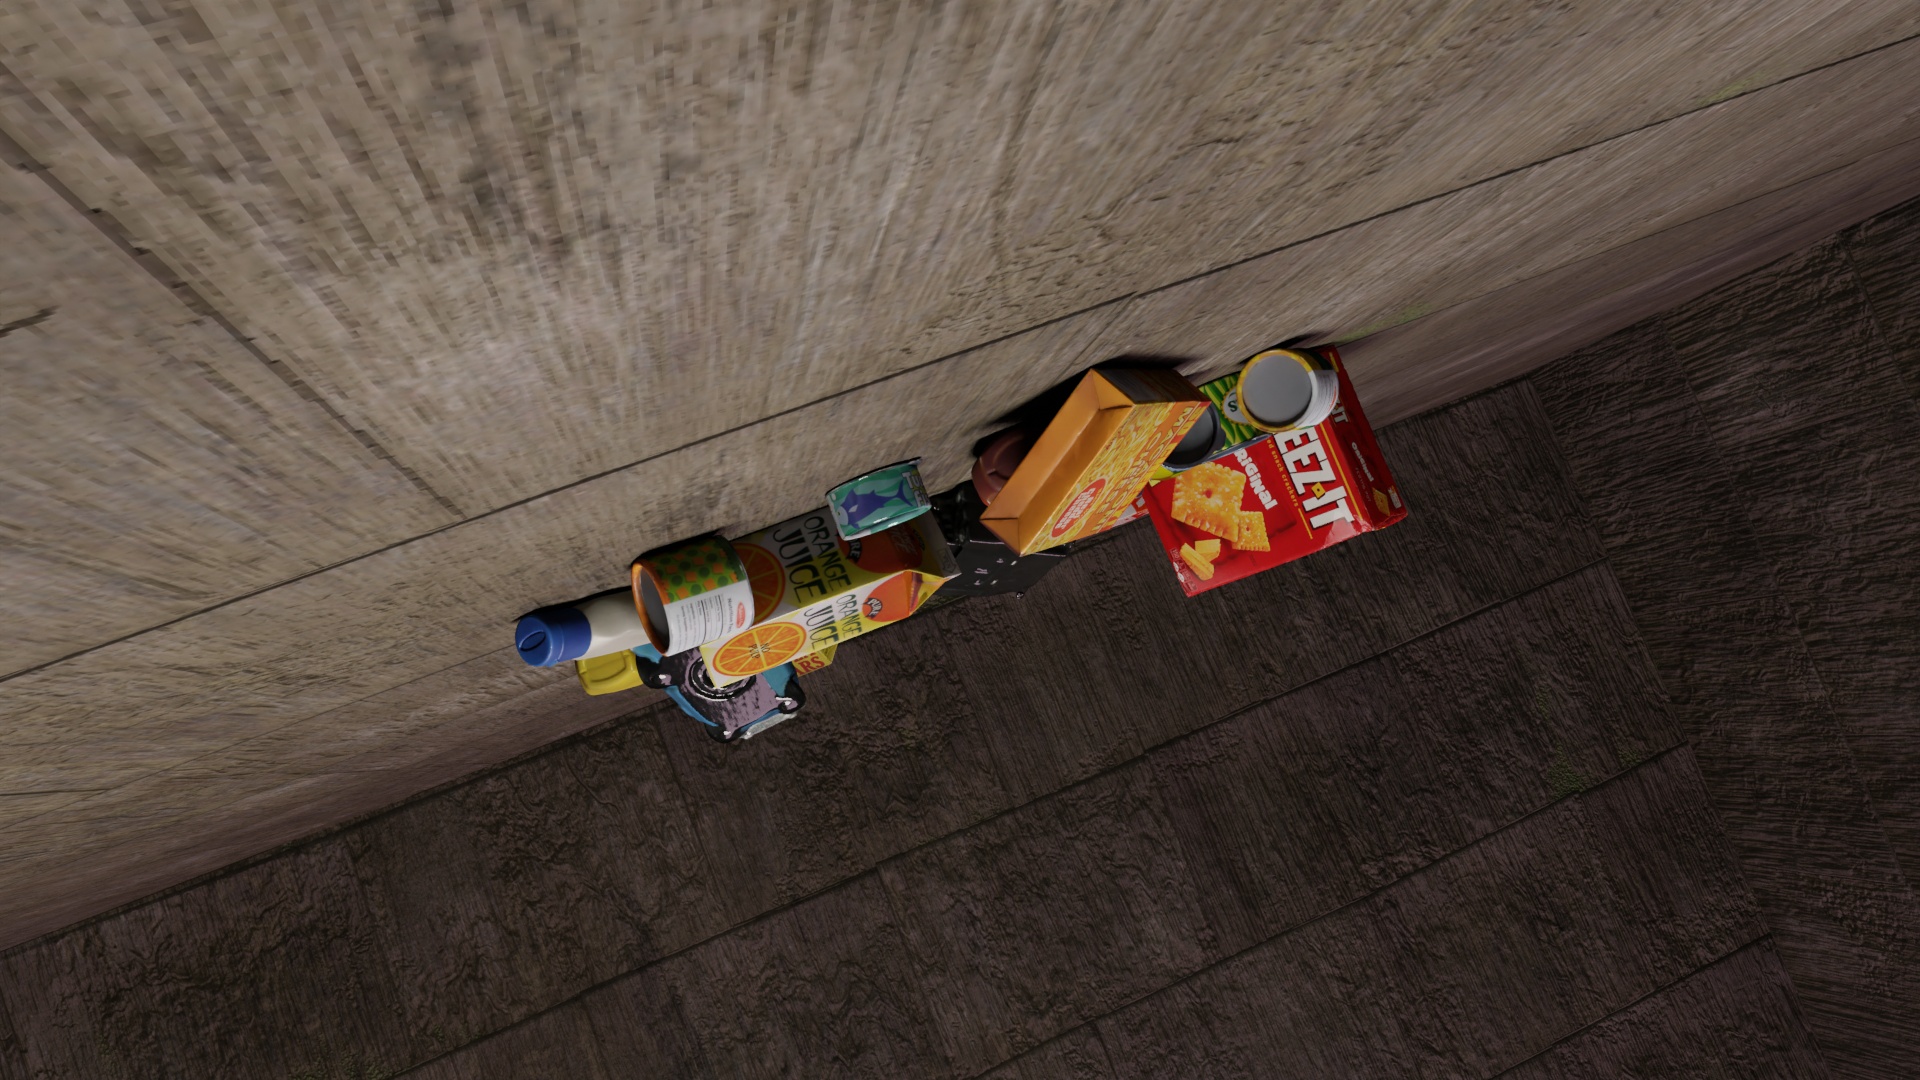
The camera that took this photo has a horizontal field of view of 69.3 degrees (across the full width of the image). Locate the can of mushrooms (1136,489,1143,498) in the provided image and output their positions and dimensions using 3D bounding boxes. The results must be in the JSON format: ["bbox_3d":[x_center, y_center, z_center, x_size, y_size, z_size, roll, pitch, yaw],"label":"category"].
[{"bbox_3d":[0.132,-0.055,1.264,0.071,0.071,0.033,-22,174,5],"label":"can of mushrooms"}]

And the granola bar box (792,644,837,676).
[{"bbox_3d":[-0.195,0.100,1.423,0.165,0.039,0.125,-23,-151,25],"label":"granola bar box"}]

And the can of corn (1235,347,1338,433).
[{"bbox_3d":[0.254,-0.119,1.092,0.071,0.071,0.058,-24,174,30],"label":"can of corn"}]

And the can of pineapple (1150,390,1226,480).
[{"bbox_3d":[0.160,-0.081,1.061,0.071,0.071,0.058,-21,176,-10],"label":"can of pineapple"}]

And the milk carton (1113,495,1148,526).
[{"bbox_3d":[0.126,-0.045,1.338,0.191,0.072,0.073,-19,175,-28],"label":"milk carton"}]

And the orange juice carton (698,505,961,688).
[{"bbox_3d":[-0.101,0.029,0.996,0.193,0.072,0.072,-20,152,-10],"label":"orange juice carton"}]

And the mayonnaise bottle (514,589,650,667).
[{"bbox_3d":[-0.253,0.060,1.004,0.064,0.041,0.148,-27,172,30],"label":"mayonnaise bottle"}]

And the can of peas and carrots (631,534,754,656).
[{"bbox_3d":[-0.176,0.034,0.905,0.059,0.071,0.070,-18,175,-29],"label":"can of peas and carrots"}]

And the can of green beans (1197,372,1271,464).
[{"bbox_3d":[0.218,-0.102,1.161,0.071,0.058,0.071,-21,176,-2],"label":"can of green beans"}]

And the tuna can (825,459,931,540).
[{"bbox_3d":[-0.053,-0.027,0.935,0.071,0.033,0.071,-21,176,-1],"label":"tuna can"}]

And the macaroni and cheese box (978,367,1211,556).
[{"bbox_3d":[0.093,-0.056,0.921,0.123,0.040,0.167,-53,164,21],"label":"macaroni and cheese box"}]

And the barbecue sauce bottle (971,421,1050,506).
[{"bbox_3d":[0.037,-0.050,1.020,0.065,0.043,0.148,-26,177,-7],"label":"barbecue sauce bottle"}]

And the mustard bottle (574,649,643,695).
[{"bbox_3d":[-0.324,0.118,1.335,0.065,0.049,0.160,-21,177,-3],"label":"mustard bottle"}]
